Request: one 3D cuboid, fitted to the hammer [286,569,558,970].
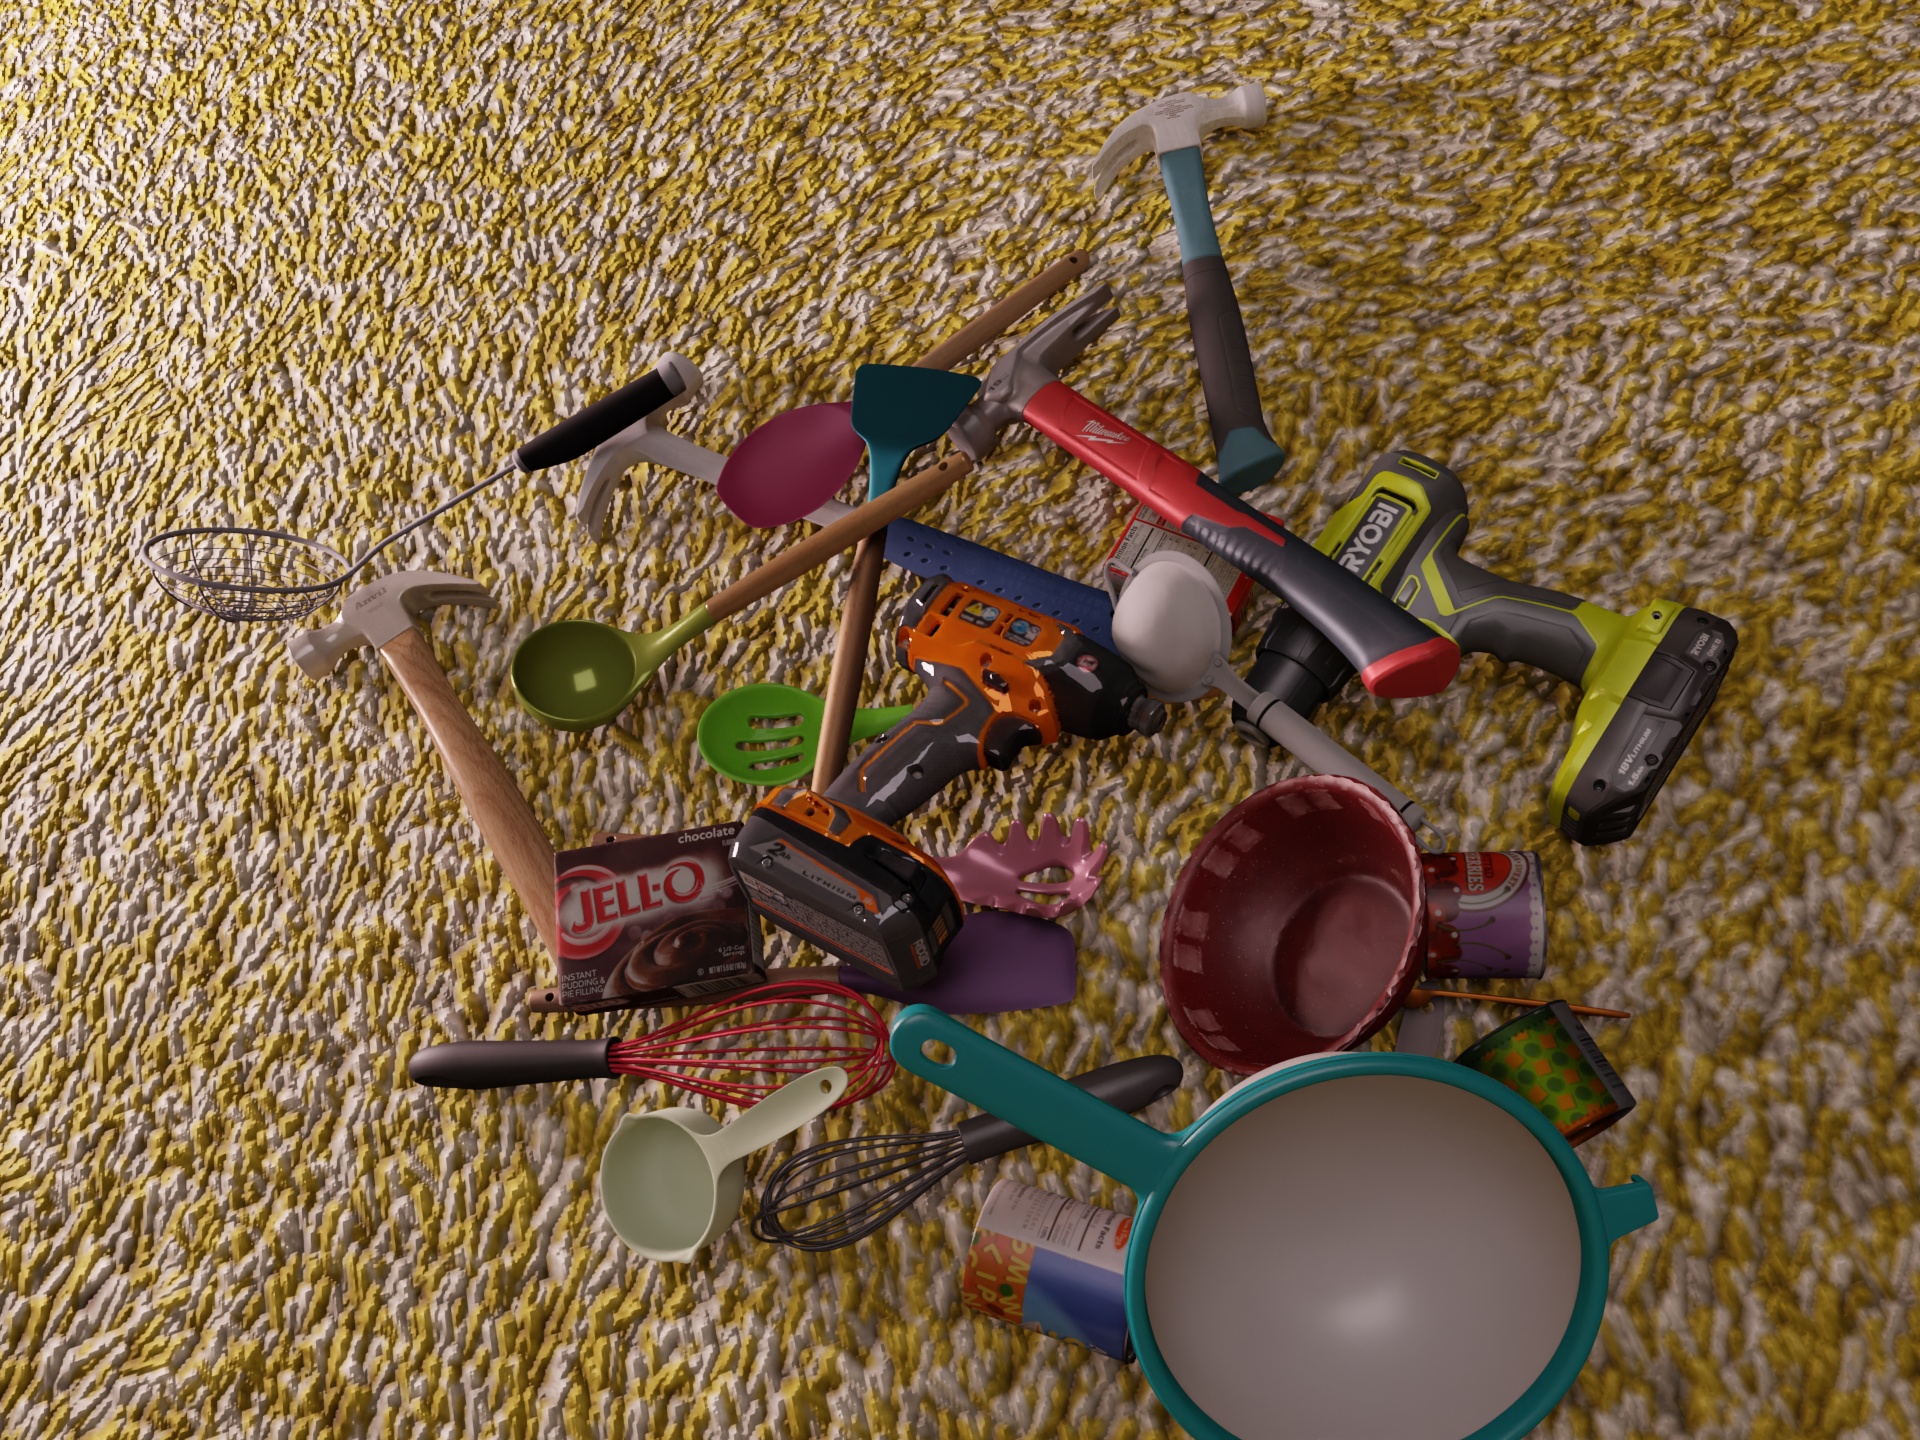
[{"bbox_3d":[-0.304,0.027,0.998,0.130,0.031,0.332,-36,62,-7],"label":"hammer"}]

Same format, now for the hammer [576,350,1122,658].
[{"bbox_3d":[-0.069,-0.121,1.020,0.406,0.035,0.144,23,70,22],"label":"hammer"}]

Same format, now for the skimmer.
[{"bbox_3d":[-0.360,-0.167,1.056,0.363,0.090,0.127,-29,24,3],"label":"skimmer"}]

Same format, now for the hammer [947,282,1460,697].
[{"bbox_3d":[0.148,-0.137,0.929,0.143,0.038,0.387,-42,50,-5],"label":"hammer"}]

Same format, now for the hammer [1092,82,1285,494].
[{"bbox_3d":[0.166,-0.293,1.060,0.128,0.033,0.331,-9,62,6],"label":"hammer"}]

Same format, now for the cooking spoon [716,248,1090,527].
[{"bbox_3d":[-0.028,-0.226,1.047,0.319,0.017,0.069,-40,77,-20],"label":"cooking spoon"}]

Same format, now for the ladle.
[{"bbox_3d":[-0.135,-0.083,0.955,0.320,0.062,0.078,-28,59,18],"label":"ladle"}]

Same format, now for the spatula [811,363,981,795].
[{"bbox_3d":[-0.054,-0.085,0.965,0.082,0.044,0.318,8,74,7],"label":"spatula"}]

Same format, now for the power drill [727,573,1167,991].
[{"bbox_3d":[-0.001,0.030,0.867,0.164,0.084,0.226,23,61,25],"label":"power drill"}]

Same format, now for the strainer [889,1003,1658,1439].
[{"bbox_3d":[0.120,0.205,0.725,0.340,0.095,0.211,29,100,-5],"label":"strainer"}]

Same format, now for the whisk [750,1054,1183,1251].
[{"bbox_3d":[0.004,0.222,0.828,0.239,0.055,0.055,-19,61,-3],"label":"whisk"}]

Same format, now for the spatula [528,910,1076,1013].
[{"bbox_3d":[-0.092,0.146,0.899,0.316,0.018,0.060,-6,61,8],"label":"spatula"}]

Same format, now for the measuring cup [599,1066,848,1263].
[{"bbox_3d":[-0.114,0.218,0.823,0.167,0.038,0.083,-34,74,20],"label":"measuring cup"}]

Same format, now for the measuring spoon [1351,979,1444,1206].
[{"bbox_3d":[0.227,0.190,0.814,0.034,0.018,0.124,16,61,16],"label":"measuring spoon"}]

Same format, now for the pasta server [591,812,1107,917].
[{"bbox_3d":[-0.071,0.079,0.918,0.316,0.040,0.060,3,56,15],"label":"pasta server"}]

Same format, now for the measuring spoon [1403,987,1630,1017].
[{"bbox_3d":[0.282,0.147,0.815,0.117,0.021,0.011,5,84,9],"label":"measuring spoon"}]

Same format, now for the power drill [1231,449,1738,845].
[{"bbox_3d":[0.280,-0.029,0.878,0.229,0.080,0.190,31,78,26],"label":"power drill"}]

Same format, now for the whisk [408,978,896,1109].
[{"bbox_3d":[-0.173,0.184,0.875,0.296,0.073,0.073,-6,62,15],"label":"whisk"}]

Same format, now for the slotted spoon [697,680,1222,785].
[{"bbox_3d":[-0.002,-0.003,0.952,0.314,0.031,0.070,-6,63,7],"label":"slotted spoon"}]

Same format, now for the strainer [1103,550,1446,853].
[{"bbox_3d":[0.158,-0.011,0.861,0.259,0.086,0.050,41,38,26],"label":"strainer"}]
